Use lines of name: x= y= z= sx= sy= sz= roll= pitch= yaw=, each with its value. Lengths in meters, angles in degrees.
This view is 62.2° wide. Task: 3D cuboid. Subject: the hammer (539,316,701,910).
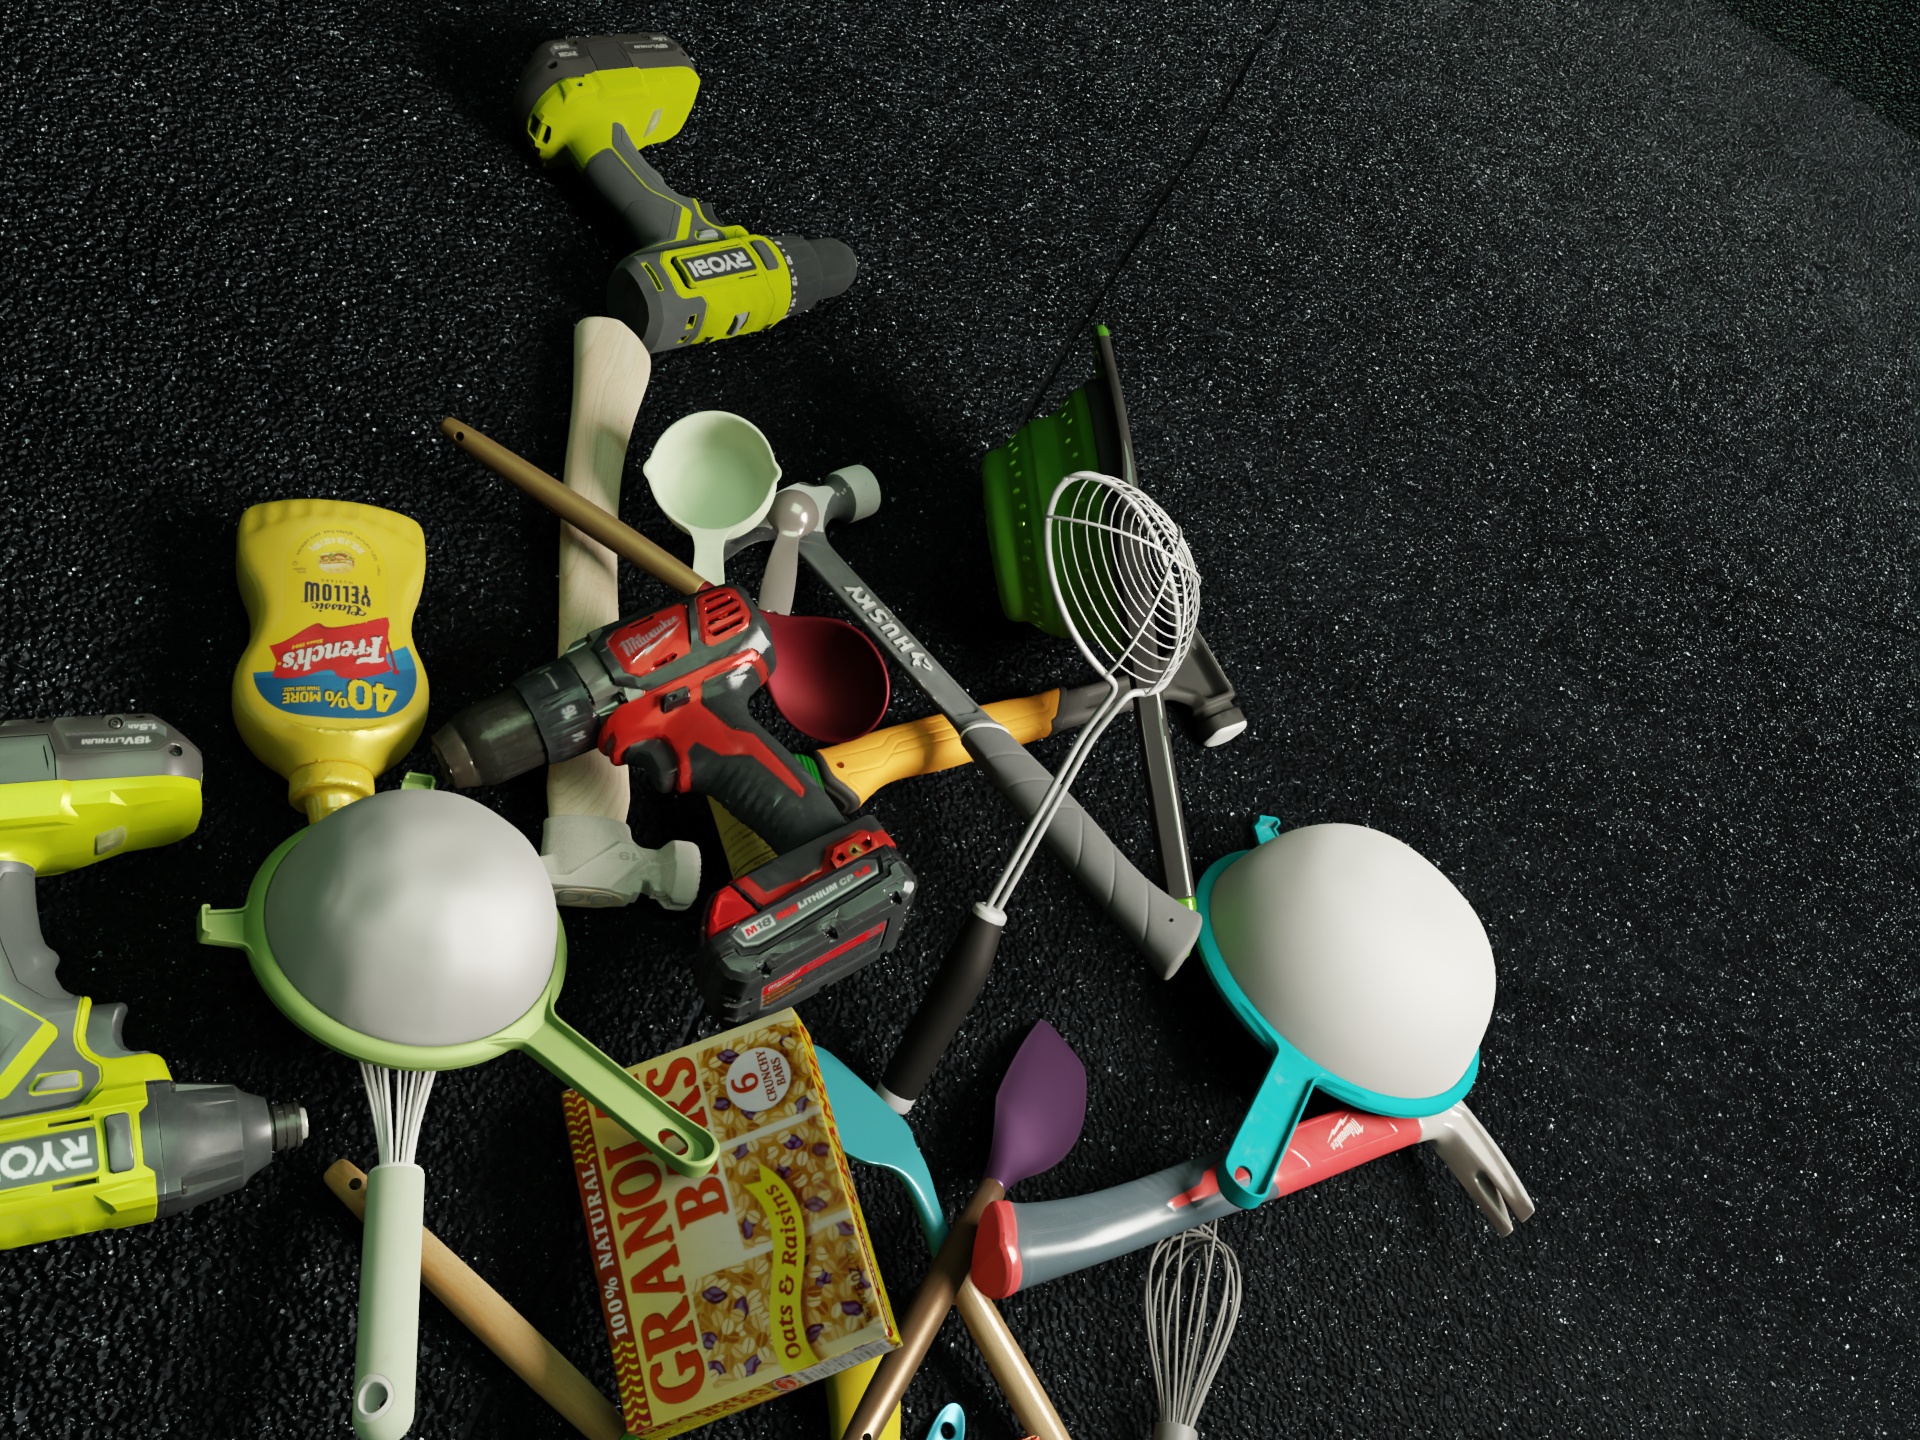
hammer: x=-0.231 y=-0.083 z=0.948 sx=0.146 sy=0.038 sz=0.411 roll=8 pitch=57 yaw=-23

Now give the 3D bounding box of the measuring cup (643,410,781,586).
measuring cup: x=-0.151 y=-0.103 z=0.967 sx=0.083 sy=0.038 sz=0.168 roll=1 pitch=82 yaw=-2

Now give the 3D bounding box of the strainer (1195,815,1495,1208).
strainer: x=0.231 y=0.159 z=0.946 sx=0.211 sy=0.095 sz=0.340 roll=37 pitch=33 yaw=9

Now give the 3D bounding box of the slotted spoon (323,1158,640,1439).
slotted spoon: x=-0.178 y=0.314 z=0.731 sx=0.314 sy=0.031 sz=0.070 roll=42 pitch=48 yaw=3

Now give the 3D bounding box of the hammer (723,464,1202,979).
hammer: x=-0.002 y=-0.003 z=0.971 sx=0.149 sy=0.036 sz=0.409 roll=-26 pitch=63 yaw=-35

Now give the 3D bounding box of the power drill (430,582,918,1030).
power drill: x=-0.147 y=0.045 z=0.824 sx=0.188 sy=0.080 sz=0.227 roll=-26 pitch=68 yaw=-22

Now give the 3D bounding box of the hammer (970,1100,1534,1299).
hammer: x=0.168 y=0.265 z=0.883 sx=0.386 sy=0.038 sz=0.143 roll=-4 pitch=47 yaw=-40

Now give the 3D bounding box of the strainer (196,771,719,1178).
strainer: x=-0.207 y=0.114 z=0.738 sx=0.256 sy=0.069 sz=0.151 roll=37 pitch=35 yaw=6

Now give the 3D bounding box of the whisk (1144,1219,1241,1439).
whisk: x=0.114 y=0.372 z=0.831 sx=0.055 sy=0.055 sz=0.239 roll=26 pitch=50 yaw=-12

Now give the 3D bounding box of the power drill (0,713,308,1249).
power drill: x=-0.395 y=0.115 z=0.709 sx=0.171 sy=0.080 sz=0.223 roll=-5 pitch=67 yaw=-31

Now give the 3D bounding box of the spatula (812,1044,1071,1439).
spatula: x=-0.001 y=0.306 z=0.824 sx=0.317 sy=0.044 sz=0.082 roll=59 pitch=20 yaw=6

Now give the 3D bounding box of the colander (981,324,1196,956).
colander: x=0.076 y=-0.044 z=1.006 sx=0.094 sy=0.204 sz=0.397 roll=-8 pitch=81 yaw=4

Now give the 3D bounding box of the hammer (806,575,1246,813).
hammer: x=0.040 y=-0.008 z=1.047 sx=0.337 sy=0.034 sz=0.127 roll=-16 pitch=70 yaw=-35

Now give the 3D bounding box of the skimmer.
skimmer: x=0.027 y=0.040 z=0.880 sx=0.127 sy=0.363 sz=0.090 roll=22 pitch=8 yaw=-46

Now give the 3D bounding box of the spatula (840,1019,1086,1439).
spatula: x=0.009 y=0.259 z=0.818 sx=0.060 sy=0.018 sz=0.316 roll=51 pitch=32 yaw=-5

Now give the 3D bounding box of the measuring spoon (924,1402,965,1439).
measuring spoon: x=-0.026 y=0.393 z=0.773 sx=0.042 sy=0.021 sz=0.129 roll=35 pitch=41 yaw=-5

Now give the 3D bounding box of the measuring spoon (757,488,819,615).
measuring spoon: x=-0.109 y=-0.101 z=0.982 sx=0.034 sy=0.018 sz=0.124 roll=12 pitch=50 yaw=-9

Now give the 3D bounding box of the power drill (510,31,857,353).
power drill: x=-0.194 y=-0.371 z=1.125 sx=0.190 sy=0.080 sz=0.228 roll=-25 pitch=77 yaw=-37

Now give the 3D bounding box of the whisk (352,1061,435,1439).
whisk: x=-0.258 y=0.200 z=0.729 sx=0.058 sy=0.059 sz=0.247 roll=-12 pitch=57 yaw=3

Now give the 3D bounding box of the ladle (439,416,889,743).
ladle: x=-0.175 y=-0.089 z=0.932 sx=0.315 sy=0.069 sz=0.031 roll=33 pitch=7 yaw=4
